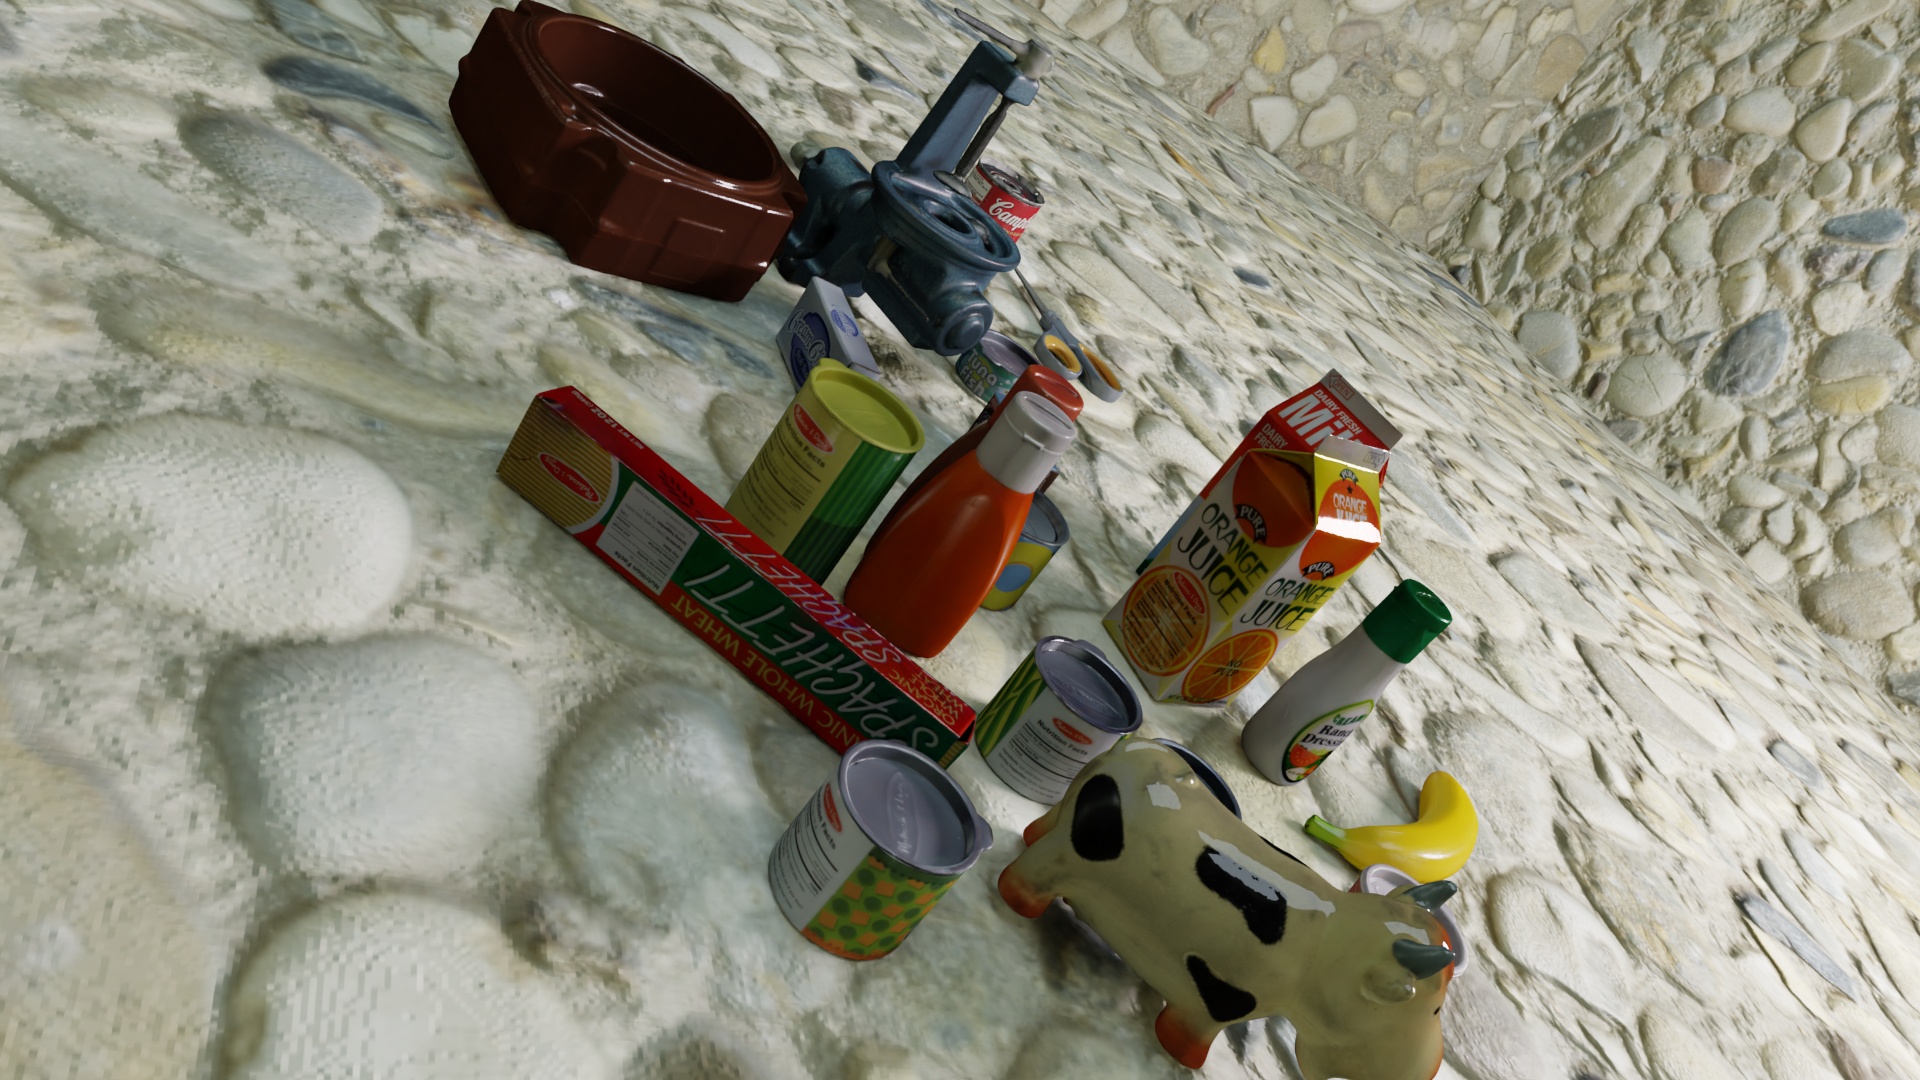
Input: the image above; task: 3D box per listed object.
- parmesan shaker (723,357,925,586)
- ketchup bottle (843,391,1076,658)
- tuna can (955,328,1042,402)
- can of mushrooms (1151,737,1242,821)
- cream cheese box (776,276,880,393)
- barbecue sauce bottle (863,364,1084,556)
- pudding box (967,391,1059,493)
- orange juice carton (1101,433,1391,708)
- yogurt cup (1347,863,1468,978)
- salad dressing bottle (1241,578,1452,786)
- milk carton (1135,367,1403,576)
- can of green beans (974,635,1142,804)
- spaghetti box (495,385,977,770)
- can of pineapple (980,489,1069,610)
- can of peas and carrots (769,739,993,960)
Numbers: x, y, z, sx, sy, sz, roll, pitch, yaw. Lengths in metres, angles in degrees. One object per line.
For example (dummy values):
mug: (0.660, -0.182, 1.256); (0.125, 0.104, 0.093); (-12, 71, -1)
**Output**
parmesan shaker: (-0.074, -0.031, 0.704); (0.071, 0.102, 0.071); (29, 27, -16)
ketchup bottle: (0.003, -0.009, 0.711); (0.065, 0.148, 0.044); (34, 26, -8)
tuna can: (0.030, -0.131, 1.076); (0.071, 0.032, 0.071); (29, 27, -16)
can of mushrooms: (0.111, 0.139, 0.733); (0.071, 0.033, 0.071); (29, 27, -16)
cream cheese box: (-0.086, -0.119, 0.889); (0.024, 0.053, 0.104); (18, 32, -35)
barbecue sauce bottle: (0.010, -0.028, 0.751); (0.065, 0.148, 0.044); (25, 28, -24)
pudding box: (0.033, -0.056, 0.937); (0.030, 0.049, 0.084); (21, 30, -30)
orange juice carton: (0.181, 0.012, 0.846); (0.072, 0.192, 0.073); (11, 36, -42)
yogurt cup: (0.221, 0.212, 0.726); (0.072, 0.053, 0.073); (29, 27, -16)
salad dressing bottle: (0.233, 0.086, 0.841); (0.064, 0.147, 0.044); (13, 35, -40)
milk carton: (0.215, -0.023, 0.948); (0.073, 0.189, 0.072); (1, 44, -51)
can of green beans: (0.049, 0.092, 0.707); (0.071, 0.057, 0.071); (29, 27, -16)
spaghetti box: (-0.103, 0.025, 0.638); (0.250, 0.050, 0.029); (39, 26, 3)
can of pineapple: (0.020, -0.001, 0.822); (0.071, 0.057, 0.071); (29, 27, -16)
can of peas and carrots: (-0.032, 0.124, 0.554); (0.071, 0.058, 0.071); (29, 27, -16)
